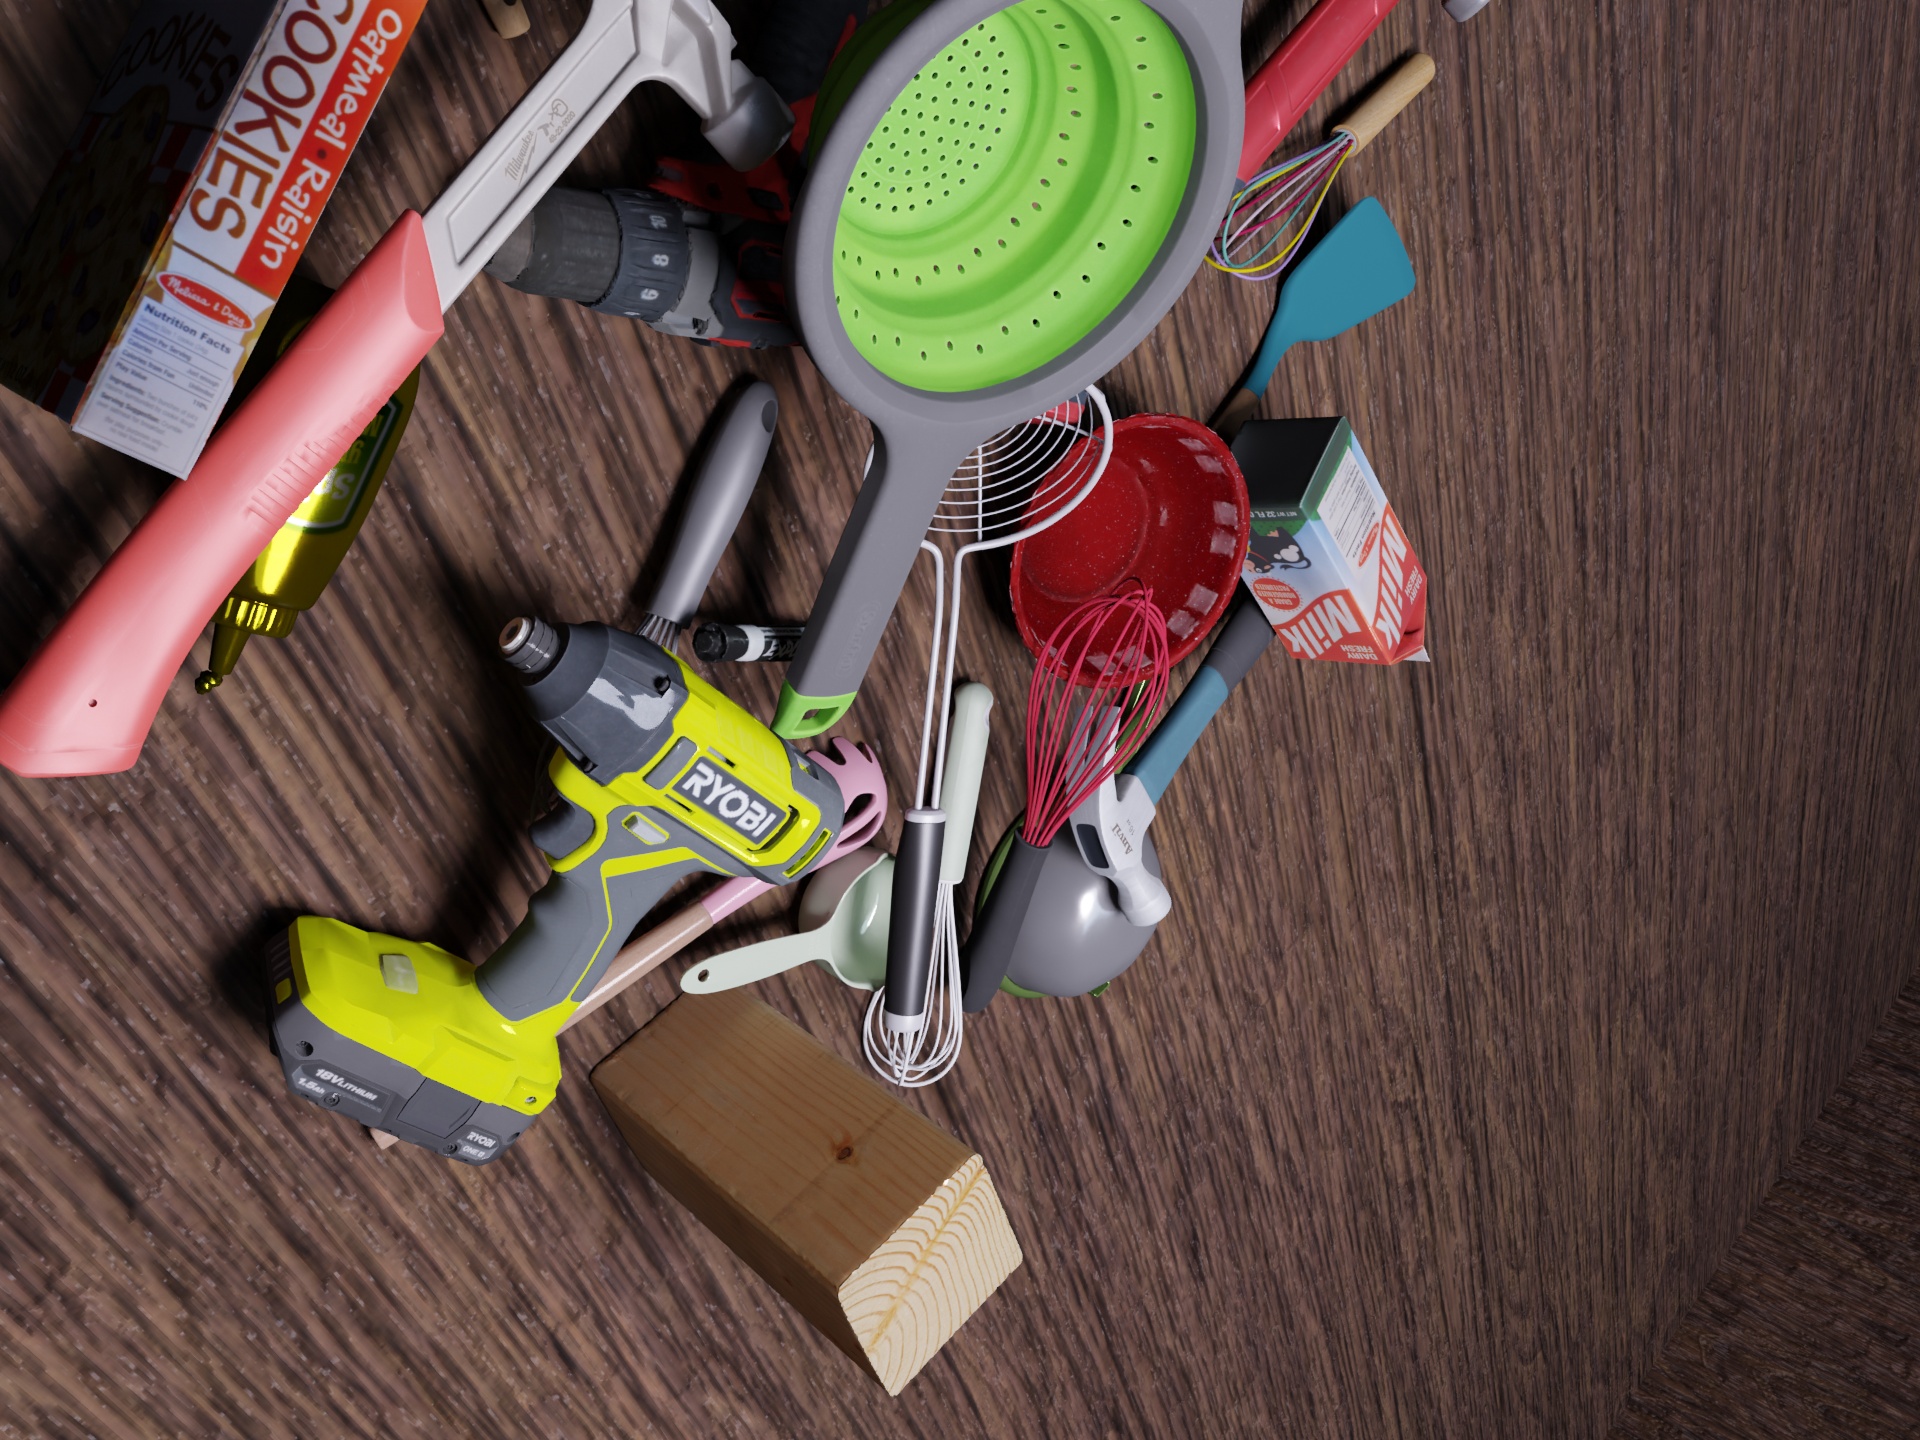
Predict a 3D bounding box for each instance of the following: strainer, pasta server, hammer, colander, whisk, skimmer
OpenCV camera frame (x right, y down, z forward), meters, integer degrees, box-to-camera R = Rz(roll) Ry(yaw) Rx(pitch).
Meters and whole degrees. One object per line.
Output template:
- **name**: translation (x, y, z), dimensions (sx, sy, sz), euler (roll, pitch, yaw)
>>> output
- **strainer**: translation (0.104, 0.069, 1.006), dimensions (0.151, 0.069, 0.256), euler (17, 96, -47)
- **pasta server**: translation (-0.155, 0.109, 0.800), dimensions (0.316, 0.040, 0.060), euler (-34, 129, -25)
- **hammer**: translation (0.167, -0.032, 1.010), dimensions (0.331, 0.033, 0.128), euler (-51, 124, -31)
- **colander**: translation (-0.024, -0.163, 0.686), dimensions (0.204, 0.095, 0.397), euler (-6, 135, -39)
- **whisk**: translation (-0.013, 0.098, 0.924), dimensions (0.058, 0.059, 0.246), euler (-40, 141, -78)
- **hammer**: translation (-0.216, -0.134, 0.550), dimensions (0.149, 0.037, 0.359), euler (42, 82, -32)
- **whisk**: translation (0.219, -0.344, 0.966), dimensions (0.245, 0.047, 0.051), euler (-47, 133, -26)
- **whisk**: translation (-0.138, -0.049, 0.734), dimensions (0.055, 0.055, 0.239), euler (28, 82, -47)
- **skimmer**: translation (-0.001, -0.003, 0.814), dimensions (0.127, 0.090, 0.363), euler (1, 102, -25)
- **whisk**: translation (0.048, 0.051, 0.897), dimensions (0.073, 0.073, 0.295), euler (-8, 128, -43)
- **hammer**: translation (0.138, -0.323, 0.873), dimensions (0.143, 0.038, 0.386), euler (41, 83, -12)

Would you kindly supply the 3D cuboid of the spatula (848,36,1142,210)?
- **spatula**: translation (0.050, -0.325, 0.800), dimensions (0.316, 0.018, 0.059), euler (-38, 129, -19)

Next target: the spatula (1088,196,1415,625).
- **spatula**: translation (0.172, -0.181, 0.985), dimensions (0.317, 0.044, 0.082), euler (-55, 133, -10)

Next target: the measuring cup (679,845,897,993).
- **measuring cup**: translation (-0.088, 0.114, 0.855), dimensions (0.167, 0.038, 0.083), euler (-12, 113, -42)

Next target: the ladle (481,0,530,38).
- **ladle**: translation (-0.207, -0.379, 0.511), dimensions (0.078, 0.062, 0.319), euler (-43, 135, -25)

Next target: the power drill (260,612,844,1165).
- **power drill**: translation (-0.178, 0.067, 0.667), dimensions (0.223, 0.080, 0.171), euler (-46, 130, 4)

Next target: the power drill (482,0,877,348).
- **power drill**: translation (-0.102, -0.269, 0.651), dimensions (0.187, 0.080, 0.226), euler (-5, 114, -44)
